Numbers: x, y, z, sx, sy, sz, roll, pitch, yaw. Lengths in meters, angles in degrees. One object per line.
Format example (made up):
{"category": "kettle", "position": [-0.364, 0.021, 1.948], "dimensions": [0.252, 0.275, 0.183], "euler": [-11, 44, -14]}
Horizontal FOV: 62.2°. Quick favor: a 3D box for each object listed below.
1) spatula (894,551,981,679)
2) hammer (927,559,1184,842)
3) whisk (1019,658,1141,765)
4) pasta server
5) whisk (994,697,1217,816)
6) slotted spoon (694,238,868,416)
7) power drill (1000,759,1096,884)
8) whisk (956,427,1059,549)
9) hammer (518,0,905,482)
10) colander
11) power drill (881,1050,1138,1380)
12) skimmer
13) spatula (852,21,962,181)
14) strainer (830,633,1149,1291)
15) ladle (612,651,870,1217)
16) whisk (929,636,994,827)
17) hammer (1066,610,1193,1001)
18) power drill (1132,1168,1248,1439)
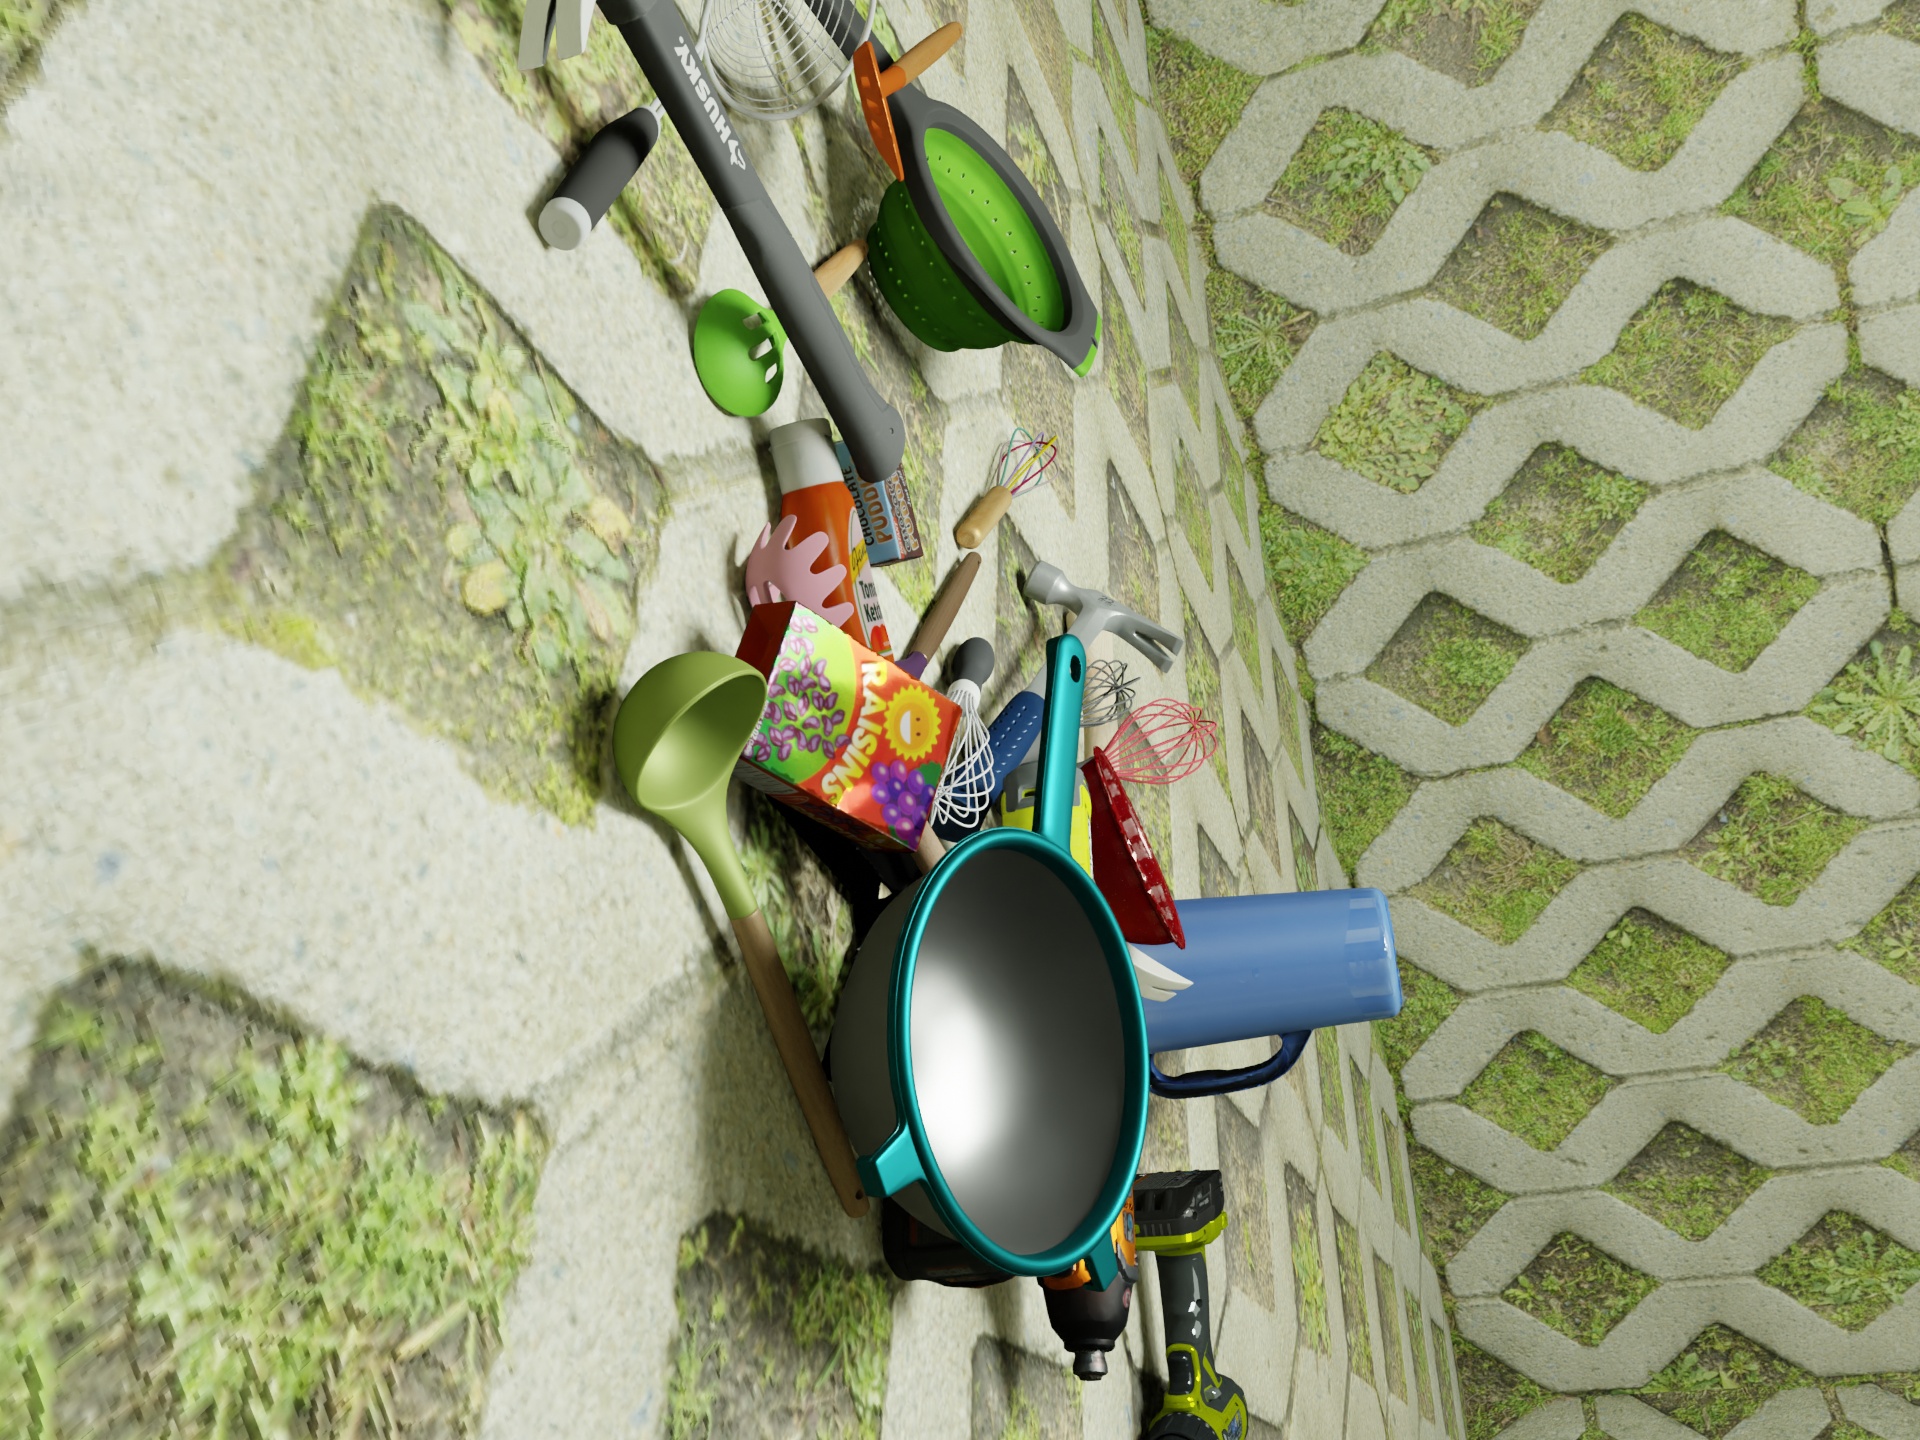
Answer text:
{"category": "spatula", "position": [-0.023, -0.049, 1.083], "dimensions": [0.316, 0.018, 0.059], "euler": [-66, 151, -59]}
{"category": "hammer", "position": [0.063, -0.016, 1.195], "dimensions": [0.035, 0.144, 0.406], "euler": [-66, 172, 30]}
{"category": "whisk", "position": [0.085, 0.000, 1.273], "dimensions": [0.239, 0.055, 0.055], "euler": [-33, 110, -56]}
{"category": "pasta server", "position": [-0.034, 0.034, 0.885], "dimensions": [0.040, 0.060, 0.316], "euler": [-44, 113, -38]}
{"category": "whisk", "position": [0.120, 0.036, 1.281], "dimensions": [0.296, 0.073, 0.073], "euler": [-18, 96, -50]}
{"category": "slotted spoon", "position": [-0.098, -0.260, 0.985], "dimensions": [0.314, 0.031, 0.070], "euler": [-70, 143, -60]}
{"category": "power drill", "position": [0.066, 0.159, 1.036], "dimensions": [0.223, 0.080, 0.171], "euler": [78, 10, -45]}
{"category": "whisk", "position": [0.040, -0.194, 1.316], "dimensions": [0.245, 0.047, 0.051], "euler": [-58, 134, -59]}
{"category": "hammer", "position": [-0.106, -0.251, 0.808], "dimensions": [0.334, 0.035, 0.146], "euler": [60, 38, -43]}
{"category": "colander", "position": [-0.052, -0.395, 1.134], "dimensions": [0.396, 0.094, 0.205], "euler": [49, 32, -22]}
{"category": "power drill", "position": [0.041, 0.292, 0.931], "dimensions": [0.226, 0.084, 0.164], "euler": [41, 41, -52]}
{"category": "skimmer", "position": [-0.124, -0.337, 0.855], "dimensions": [0.364, 0.090, 0.127], "euler": [-77, 179, -47]}
{"category": "spatula", "position": [-0.029, -0.436, 1.064], "dimensions": [0.323, 0.041, 0.081], "euler": [-69, 149, -55]}
{"category": "strainer", "position": [0.010, 0.108, 0.819], "dimensions": [0.210, 0.095, 0.341], "euler": [38, 49, -41]}
{"category": "ladle", "position": [-0.086, 0.114, 0.749], "dimensions": [0.078, 0.062, 0.320], "euler": [-36, 120, -37]}
{"category": "whisk", "position": [-0.003, -0.003, 1.051], "dimensions": [0.285, 0.070, 0.070], "euler": [-74, 148, -68]}
{"category": "hammer", "position": [0.127, 0.048, 1.360], "dimensions": [0.146, 0.038, 0.411], "euler": [33, 37, -26]}
{"category": "power drill", "position": [0.167, 0.474, 1.226], "dimensions": [0.190, 0.080, 0.228], "euler": [19, 64, -69]}
